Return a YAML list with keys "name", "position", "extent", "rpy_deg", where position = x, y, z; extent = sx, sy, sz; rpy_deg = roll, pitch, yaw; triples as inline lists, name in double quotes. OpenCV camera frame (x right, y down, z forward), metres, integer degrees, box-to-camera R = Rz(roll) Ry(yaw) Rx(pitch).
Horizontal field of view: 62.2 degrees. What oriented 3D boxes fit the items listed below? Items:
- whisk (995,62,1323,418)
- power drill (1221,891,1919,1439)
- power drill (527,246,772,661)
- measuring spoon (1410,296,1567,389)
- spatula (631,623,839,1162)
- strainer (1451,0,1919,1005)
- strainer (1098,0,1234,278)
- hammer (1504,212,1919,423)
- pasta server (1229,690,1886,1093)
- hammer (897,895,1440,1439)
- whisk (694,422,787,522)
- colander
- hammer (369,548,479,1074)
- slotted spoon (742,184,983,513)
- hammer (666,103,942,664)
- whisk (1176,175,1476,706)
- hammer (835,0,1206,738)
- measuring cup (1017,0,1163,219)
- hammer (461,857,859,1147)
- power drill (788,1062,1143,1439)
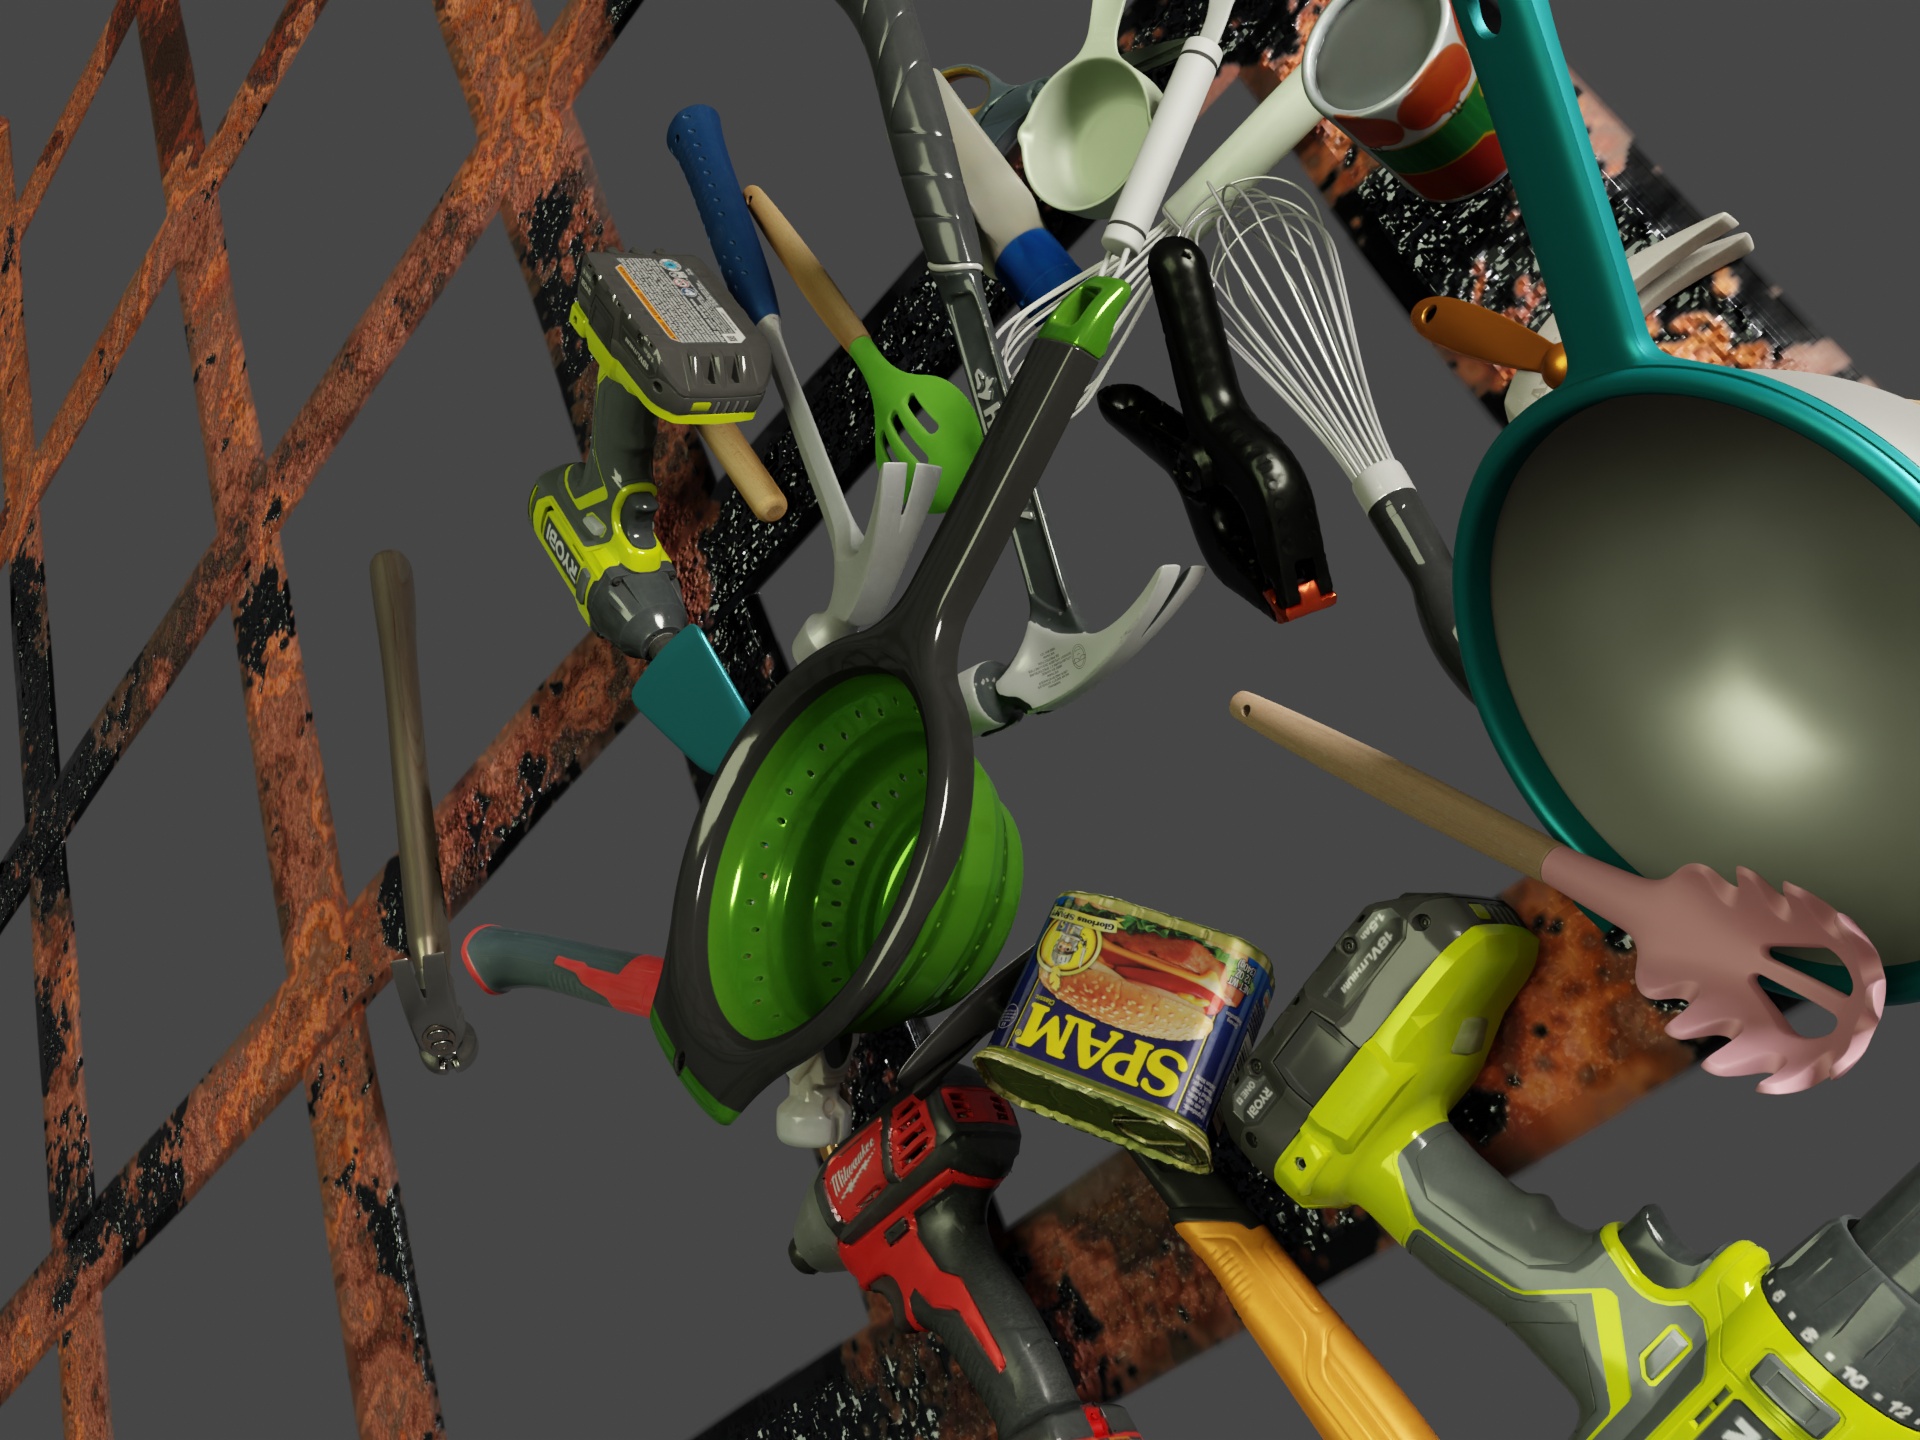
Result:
- name: "whisk"
  position: [0.101, -0.233, 0.767]
  extent: [0.057, 0.059, 0.246]
  rpy_deg: [44, 113, -8]
- name: "power drill"
  position: [0.218, 0.163, 0.542]
  extent: [0.229, 0.080, 0.190]
  rpy_deg: [46, 112, 36]
- name: "power drill"
  position: [-0.192, -0.153, 0.964]
  extent: [0.171, 0.080, 0.223]
  rpy_deg: [53, 136, 31]
- name: "measuring spoon"
  position: [0.211, -0.155, 0.638]
  extent: [0.021, 0.011, 0.117]
  rpy_deg: [-61, 27, 15]
- name: "spatula"
  position: [-0.117, 0.097, 0.891]
  extent: [0.082, 0.044, 0.318]
  rpy_deg: [-41, 56, 38]
- name: "strainer"
  position: [0.240, -0.083, 0.490]
  extent: [0.340, 0.095, 0.211]
  rpy_deg: [68, 160, -9]
- name: "strainer"
  position: [0.116, -0.317, 0.747]
  extent: [0.087, 0.050, 0.258]
  rpy_deg: [16, 80, 46]
- name: "hammer"
  position: [0.336, -0.088, 0.520]
  extent: [0.332, 0.031, 0.130]
  rpy_deg: [25, 98, 43]
- name: "pasta server"
  position: [0.189, 0.040, 0.573]
  extent: [0.316, 0.040, 0.060]
  rpy_deg: [35, 109, 57]
- name: "hammer"
  position: [0.110, 0.224, 0.631]
  extent: [0.127, 0.034, 0.337]
  rpy_deg: [-37, 56, -5]
- name: "whisk"
  position: [-0.174, -0.207, 1.016]
  extent: [0.245, 0.047, 0.051]
  rpy_deg: [55, 135, 32]
- name: "colander"
  position: [-0.001, -0.002, 0.713]
  extent: [0.397, 0.094, 0.205]
  rpy_deg: [-62, 33, 3]
- name: "hammer"
  position: [-0.390, 0.035, 1.126]
  extent: [0.146, 0.038, 0.411]
  rpy_deg: [102, 155, -54]
- name: "slotted spoon"
  position: [-0.070, -0.232, 0.936]
  extent: [0.070, 0.031, 0.314]
  rpy_deg: [-51, 49, 25]
- name: "hammer"
  position: [-0.108, -0.227, 0.938]
  extent: [0.144, 0.035, 0.406]
  rpy_deg: [-54, 47, 43]
- name: "whisk"
  position: [0.164, -0.123, 0.675]
  extent: [0.070, 0.070, 0.285]
  rpy_deg: [-37, 62, 31]
- name: "hammer"
  position: [0.005, -0.206, 0.773]
  extent: [0.149, 0.036, 0.409]
  rpy_deg: [-25, 76, 42]
- name: "measuring cup"
  position: [0.080, -0.335, 0.798]
  extent: [0.083, 0.038, 0.167]
  rpy_deg: [15, 97, 37]
- name: "hammer"
  position: [-0.190, 0.138, 0.927]
  extent: [0.386, 0.038, 0.143]
  rpy_deg: [1, 90, 48]
- name: "power drill"
  position: [-0.007, 0.284, 0.724]
  extent: [0.143, 0.078, 0.220]
  rpy_deg: [-45, 50, 25]
